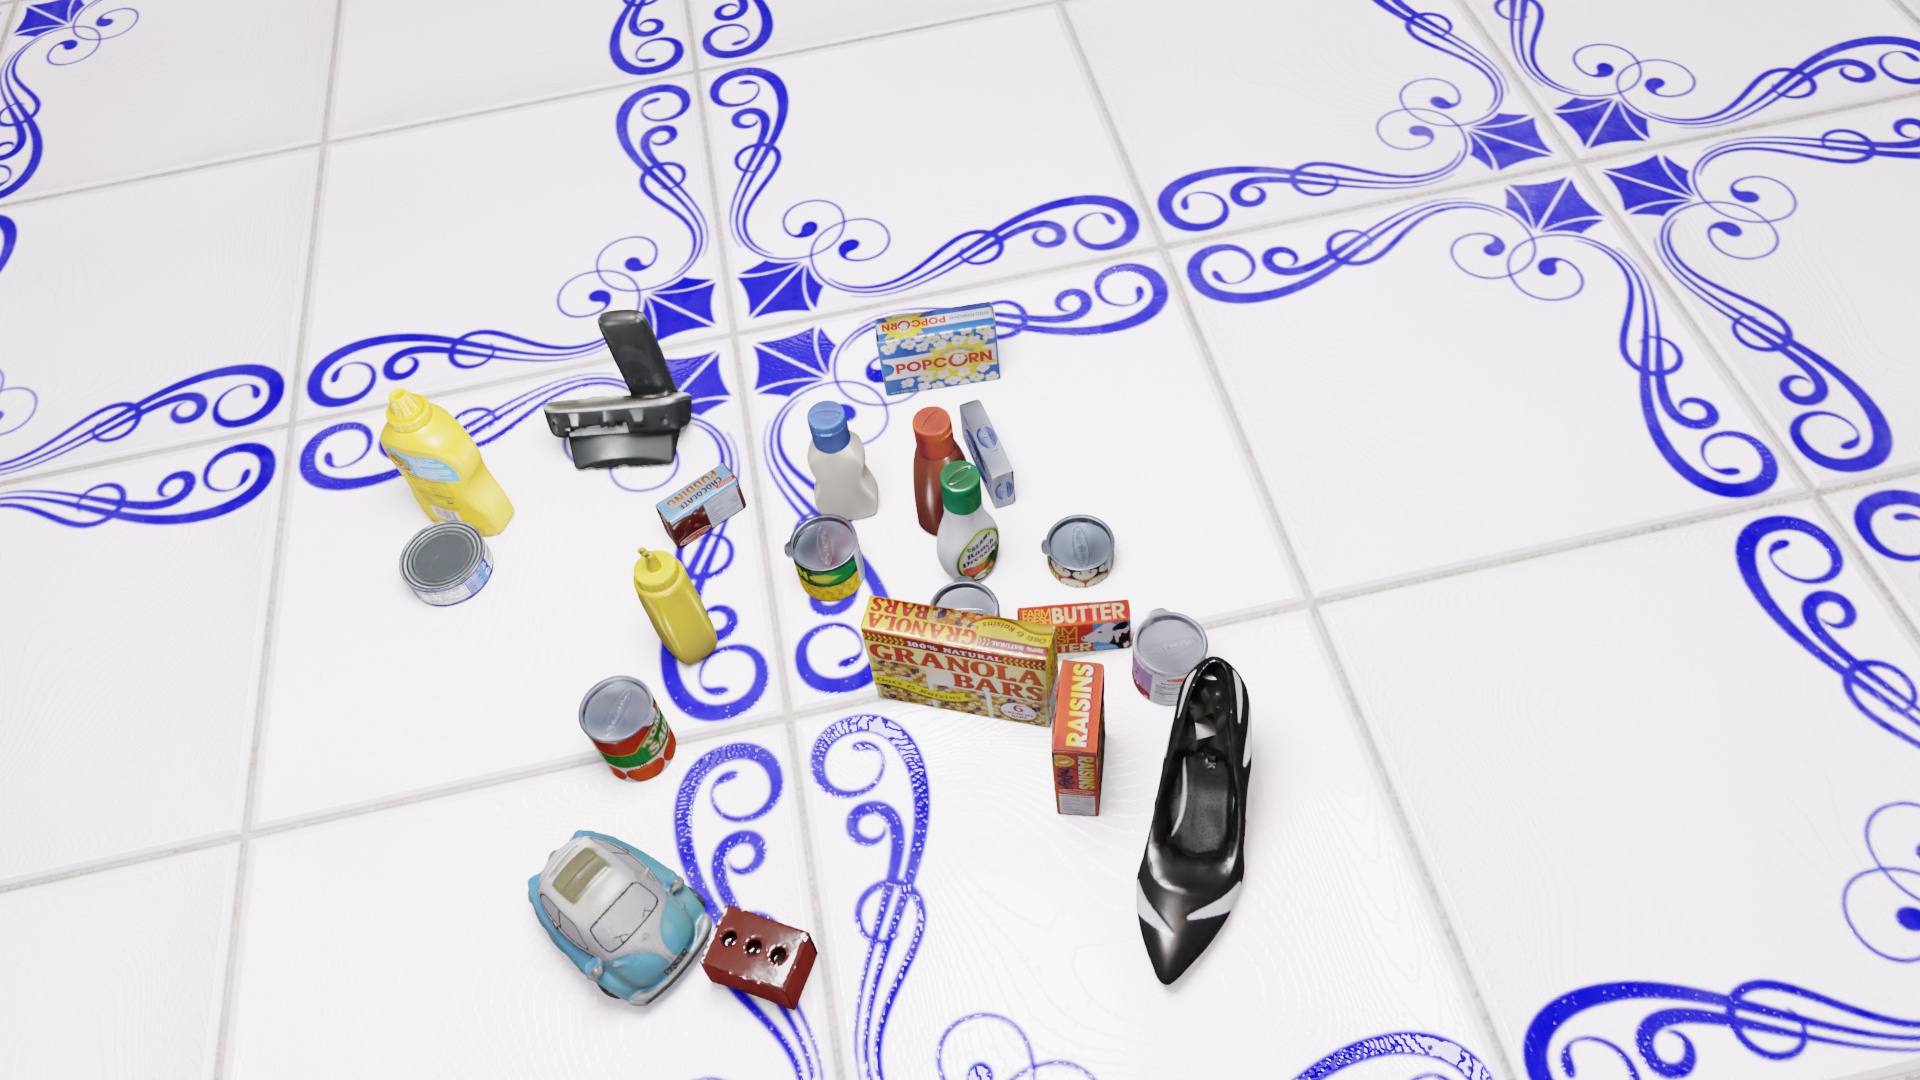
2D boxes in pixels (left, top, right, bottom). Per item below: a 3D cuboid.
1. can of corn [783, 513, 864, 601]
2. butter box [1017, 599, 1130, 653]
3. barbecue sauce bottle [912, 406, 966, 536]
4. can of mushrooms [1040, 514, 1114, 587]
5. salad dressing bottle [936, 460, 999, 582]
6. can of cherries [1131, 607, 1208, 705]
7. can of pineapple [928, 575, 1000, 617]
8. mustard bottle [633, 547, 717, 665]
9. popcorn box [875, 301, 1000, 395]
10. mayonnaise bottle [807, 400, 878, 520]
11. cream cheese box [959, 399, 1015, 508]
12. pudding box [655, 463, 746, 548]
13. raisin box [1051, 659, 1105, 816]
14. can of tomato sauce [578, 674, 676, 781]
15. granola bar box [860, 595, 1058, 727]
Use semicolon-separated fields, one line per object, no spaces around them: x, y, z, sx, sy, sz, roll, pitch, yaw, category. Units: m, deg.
-0.131;0.018;1.347;0.071;0.058;0.071;-3;55;4;can of corn
0.105;0.081;1.282;0.103;0.053;0.024;-4;55;3;butter box
-0.020;-0.069;1.342;0.044;0.147;0.065;27;62;22;barbecue sauce bottle
0.113;0.010;1.343;0.071;0.033;0.071;-3;55;4;can of mushrooms
0.005;-0.016;1.303;0.064;0.147;0.044;-37;59;-19;salad dressing bottle
0.188;0.105;1.253;0.071;0.058;0.072;-3;55;4;can of cherries
0.006;0.078;1.291;0.071;0.057;0.071;-3;55;4;can of pineapple
-0.266;0.053;1.273;0.049;0.159;0.065;-36;59;-18;mustard bottle
-0.023;-0.203;1.477;0.127;0.084;0.038;-9;55;0;popcorn box
-0.119;-0.077;1.358;0.065;0.147;0.041;-3;55;4;mayonnaise bottle
0.027;-0.088;1.409;0.024;0.053;0.104;-18;55;-7;cream cheese box
-0.262;-0.035;1.403;0.084;0.049;0.030;-35;59;-18;pudding box
0.101;0.169;1.177;0.040;0.122;0.086;4;55;9;raisin box
-0.294;0.169;1.240;0.071;0.082;0.071;-3;55;4;can of tomato sauce
0.002;0.109;1.229;0.165;0.123;0.039;9;56;12;granola bar box
